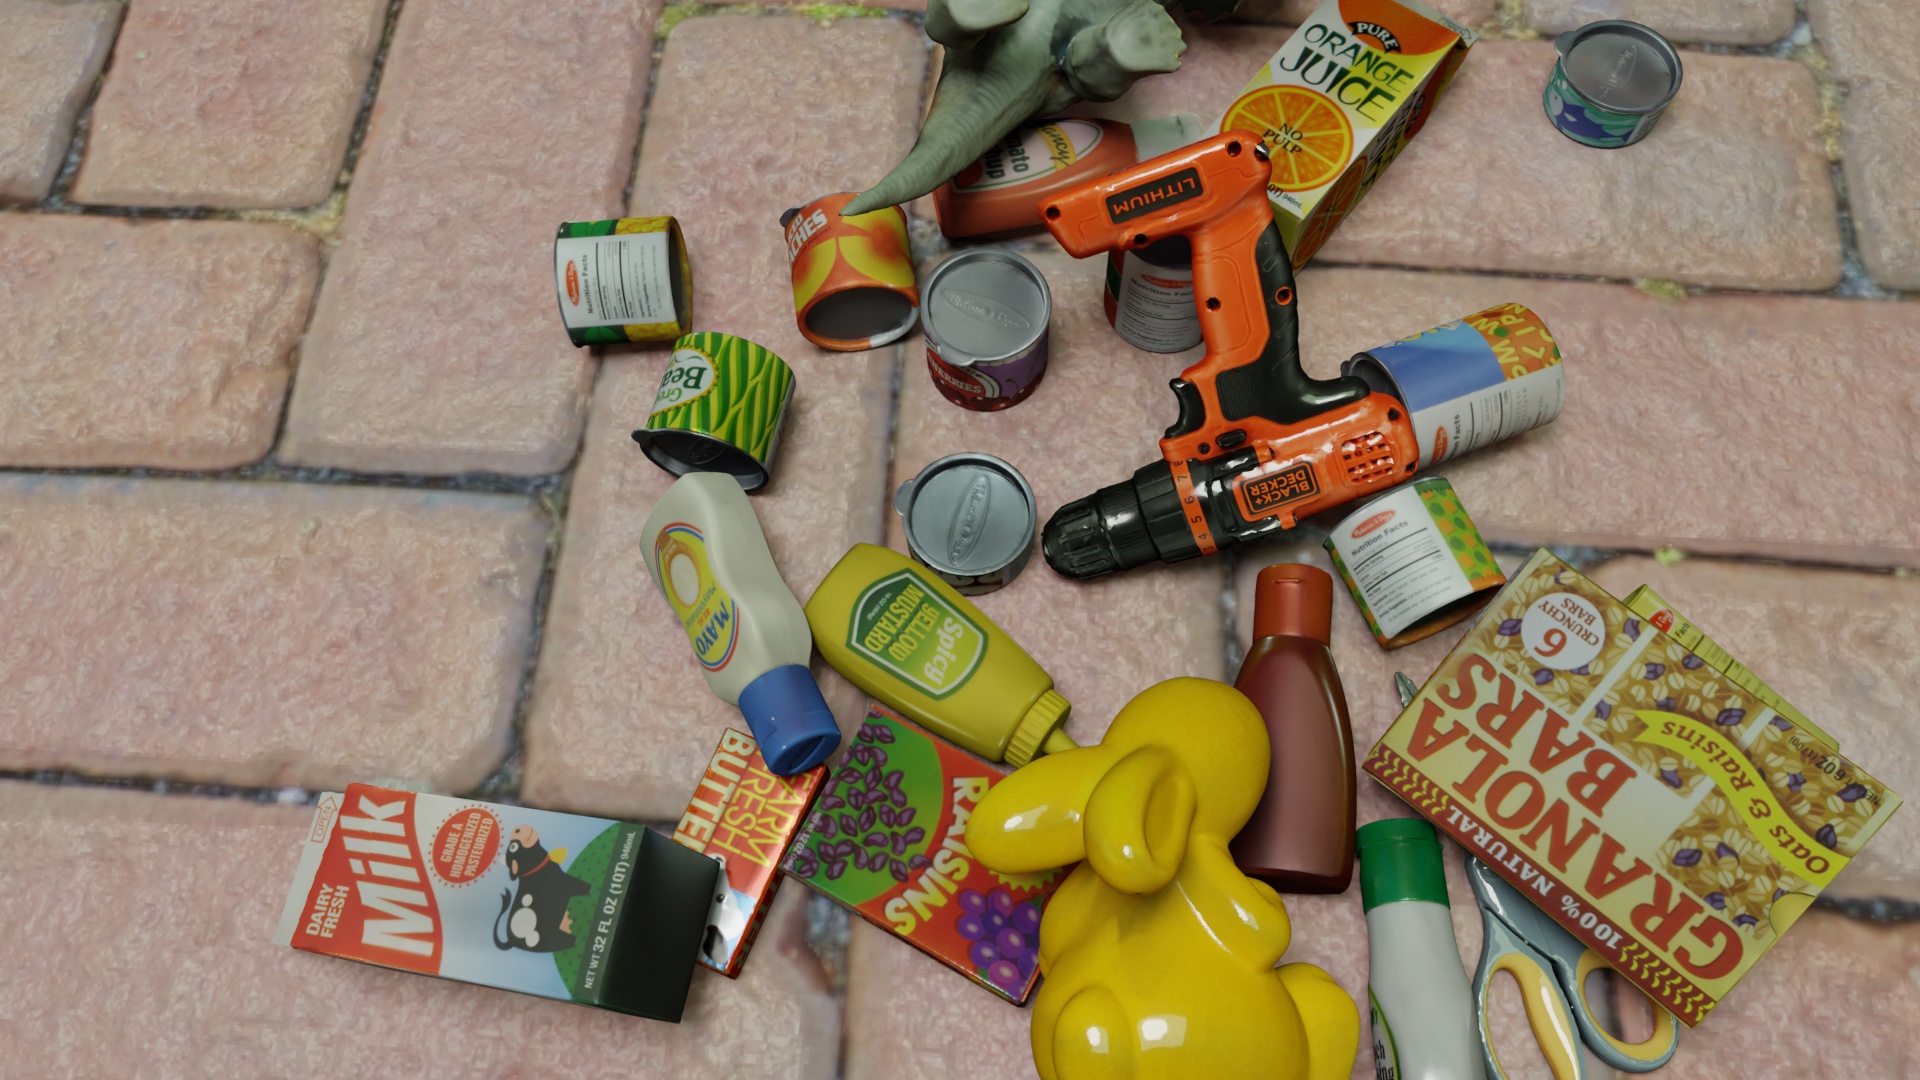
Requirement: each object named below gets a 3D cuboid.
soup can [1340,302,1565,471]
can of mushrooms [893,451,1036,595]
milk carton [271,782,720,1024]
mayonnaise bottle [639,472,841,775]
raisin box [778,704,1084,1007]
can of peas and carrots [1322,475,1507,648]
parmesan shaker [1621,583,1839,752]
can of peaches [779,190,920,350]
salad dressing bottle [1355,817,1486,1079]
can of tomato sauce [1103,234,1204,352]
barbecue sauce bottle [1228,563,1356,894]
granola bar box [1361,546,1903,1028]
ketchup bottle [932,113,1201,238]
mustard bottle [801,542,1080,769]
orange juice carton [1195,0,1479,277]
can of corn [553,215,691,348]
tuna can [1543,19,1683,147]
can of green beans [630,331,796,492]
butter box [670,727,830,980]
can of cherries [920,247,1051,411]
[{"bbox_3d":[0.245,-0.077,0.695,0.084,0.071,0.071,-20,68,-6],"label":"soup can"},{"bbox_3d":[0.002,-0.009,0.693,0.071,0.033,0.071,-1,68,2],"label":"can of mushrooms"},{"bbox_3d":[-0.211,0.153,0.600,0.190,0.073,0.072,3,67,18],"label":"milk carton"},{"bbox_3d":[-0.103,0.039,0.654,0.041,0.064,0.148,0,49,-45],"label":"mayonnaise bottle"},{"bbox_3d":[-0.006,0.142,0.627,0.123,0.040,0.086,27,70,12],"label":"raisin box"},{"bbox_3d":[0.217,0.011,0.660,0.071,0.070,0.059,-21,69,-7],"label":"can of peas and carrots"},{"bbox_3d":[0.324,0.080,0.626,0.071,0.071,0.103,-41,72,-13],"label":"parmesan shaker"},{"bbox_3d":[-0.059,-0.141,0.732,0.071,0.071,0.058,-9,68,-2],"label":"can of peaches"},{"bbox_3d":[0.194,0.194,0.588,0.044,0.064,0.148,-5,59,11],"label":"salad dressing bottle"},{"bbox_3d":[0.109,-0.147,0.720,0.071,0.082,0.071,-1,67,2],"label":"can of tomato sauce"},{"bbox_3d":[0.151,0.085,0.641,0.065,0.043,0.149,-1,65,22],"label":"barbecue sauce bottle"},{"bbox_3d":[0.276,0.100,0.587,0.166,0.039,0.124,39,102,18],"label":"granola bar box"},{"bbox_3d":[0.058,-0.206,0.768,0.149,0.043,0.065,-9,56,-2],"label":"ketchup bottle"},{"bbox_3d":[0.002,0.064,0.654,0.160,0.048,0.065,33,75,15],"label":"mustard bottle"},{"bbox_3d":[0.203,-0.233,0.758,0.072,0.072,0.193,36,73,16],"label":"orange juice carton"},{"bbox_3d":[-0.177,-0.138,0.738,0.058,0.071,0.071,-4,67,0],"label":"can of corn"},{"bbox_3d":[0.364,-0.258,0.784,0.071,0.032,0.071,-1,67,2],"label":"tuna can"},{"bbox_3d":[-0.122,-0.065,0.703,0.071,0.071,0.058,11,68,7],"label":"can of green beans"},{"bbox_3d":[-0.105,0.142,0.638,0.053,0.024,0.104,21,70,11],"label":"butter box"},{"bbox_3d":[0.012,-0.107,0.720,0.071,0.058,0.072,0,68,1],"label":"can of cherries"}]
